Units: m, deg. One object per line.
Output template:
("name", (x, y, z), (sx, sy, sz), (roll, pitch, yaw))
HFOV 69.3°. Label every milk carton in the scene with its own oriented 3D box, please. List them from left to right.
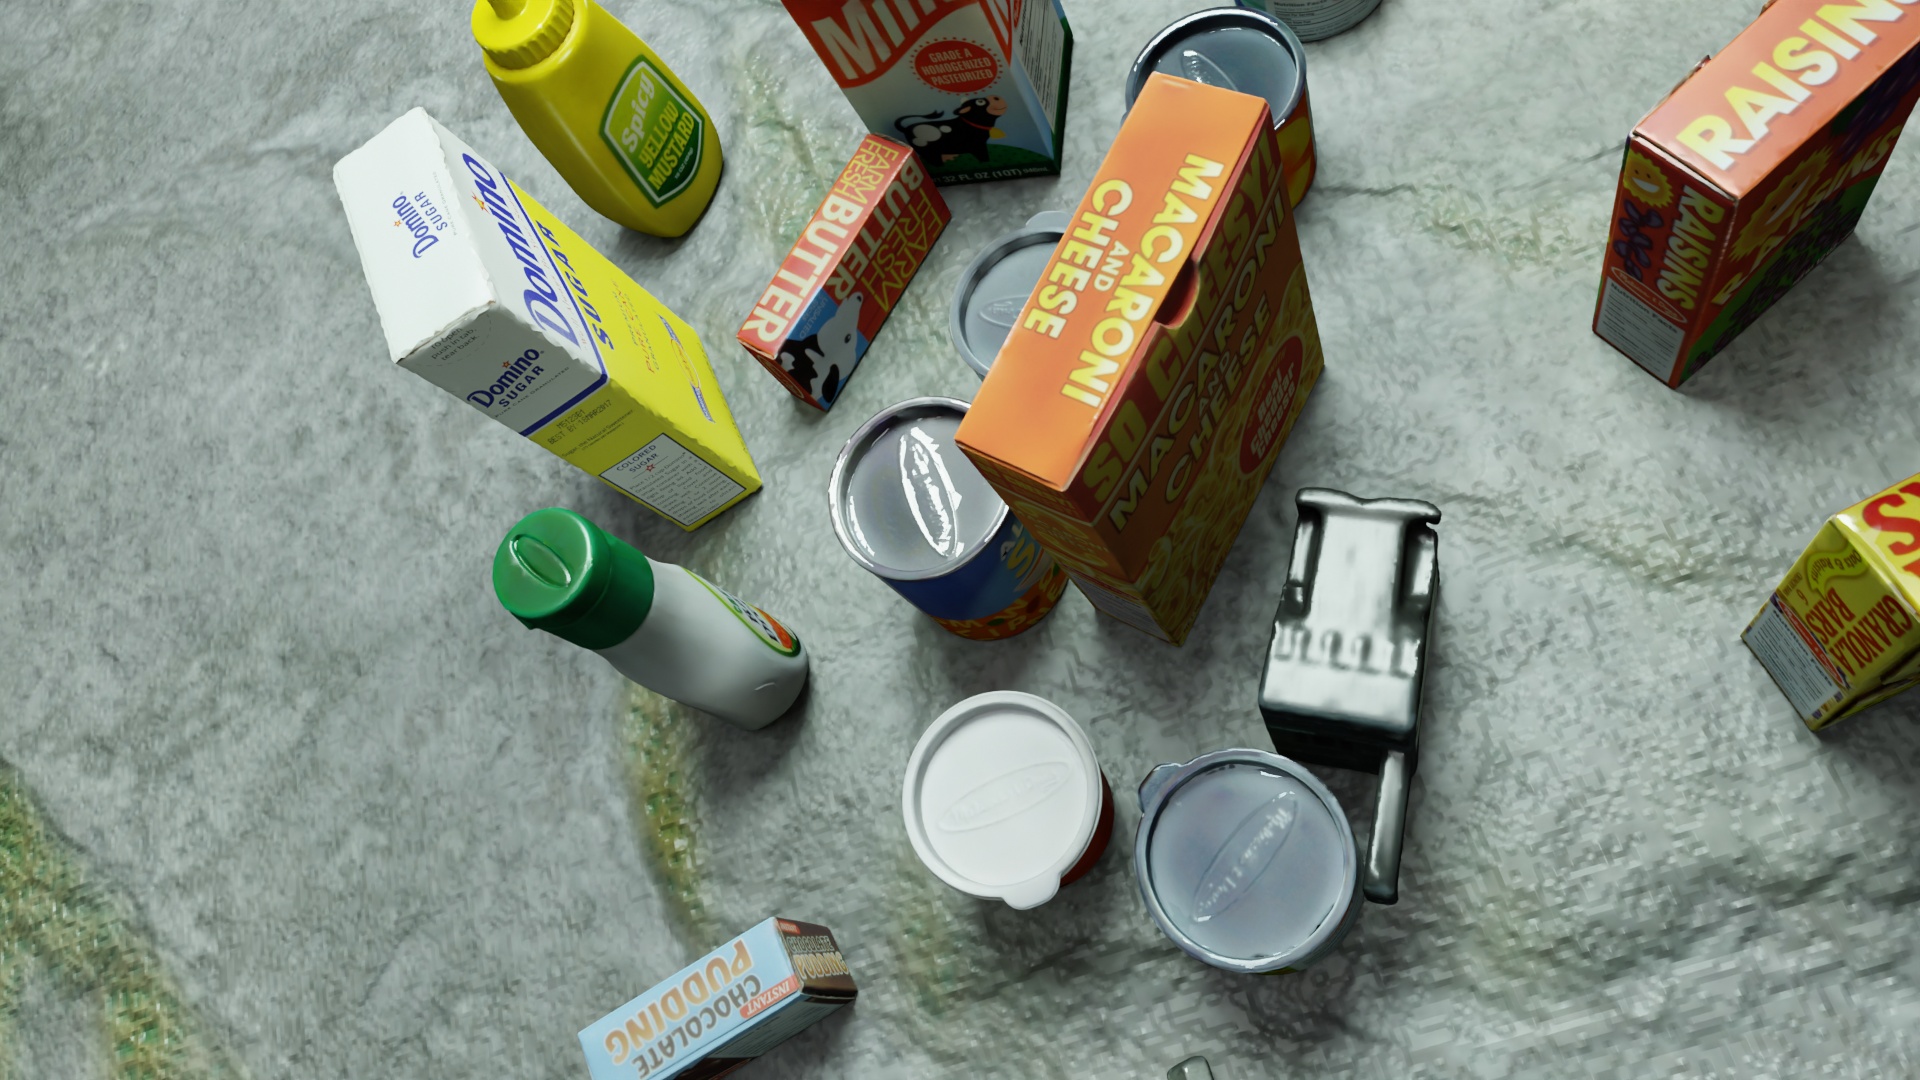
("milk carton", (-0.018, -0.215, 0.520), (0.072, 0.190, 0.073), (0, 72, 19))

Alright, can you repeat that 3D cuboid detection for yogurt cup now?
("yogurt cup", (0.020, 0.090, 0.474), (0.072, 0.054, 0.072), (-6, 70, 17))

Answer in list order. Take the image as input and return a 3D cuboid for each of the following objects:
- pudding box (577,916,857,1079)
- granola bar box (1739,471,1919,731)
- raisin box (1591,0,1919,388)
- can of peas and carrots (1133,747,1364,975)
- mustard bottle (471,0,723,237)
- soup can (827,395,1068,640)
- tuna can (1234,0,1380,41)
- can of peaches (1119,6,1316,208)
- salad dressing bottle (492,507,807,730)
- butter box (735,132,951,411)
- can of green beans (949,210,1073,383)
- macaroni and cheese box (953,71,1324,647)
("pudding box", (-0.084, 0.166, 0.486), (0.083, 0.049, 0.030), (-32, 64, 6))
("granola bar box", (0.308, -0.011, 0.371), (0.165, 0.124, 0.039), (-29, 65, 8))
("raisin box", (0.245, -0.111, 0.429), (0.086, 0.123, 0.040), (-41, 64, 2))
("can of peas and carrots", (0.091, 0.102, 0.442), (0.071, 0.058, 0.071), (-6, 70, 17))
("mustard bottle", (-0.156, -0.187, 0.575), (0.049, 0.160, 0.065), (19, 79, 24))
("soup can", (0.002, -0.006, 0.498), (0.071, 0.083, 0.071), (-6, 70, 17))
("tuna can", (0.140, -0.240, 0.562), (0.071, 0.032, 0.071), (-6, 70, 17))
("can of peaches", (0.099, -0.158, 0.533), (0.071, 0.058, 0.071), (-6, 70, 17))
("salad dressing bottle", (-0.104, 0.030, 0.486), (0.064, 0.147, 0.044), (34, 86, 26))
("butter box", (-0.046, -0.109, 0.568), (0.024, 0.053, 0.103), (28, 82, 25))
("can of green beans", (0.036, -0.077, 0.526), (0.071, 0.057, 0.071), (-6, 70, 17))
("macaroni and cheese box", (0.067, -0.047, 0.444), (0.040, 0.166, 0.124), (24, 81, 25))
